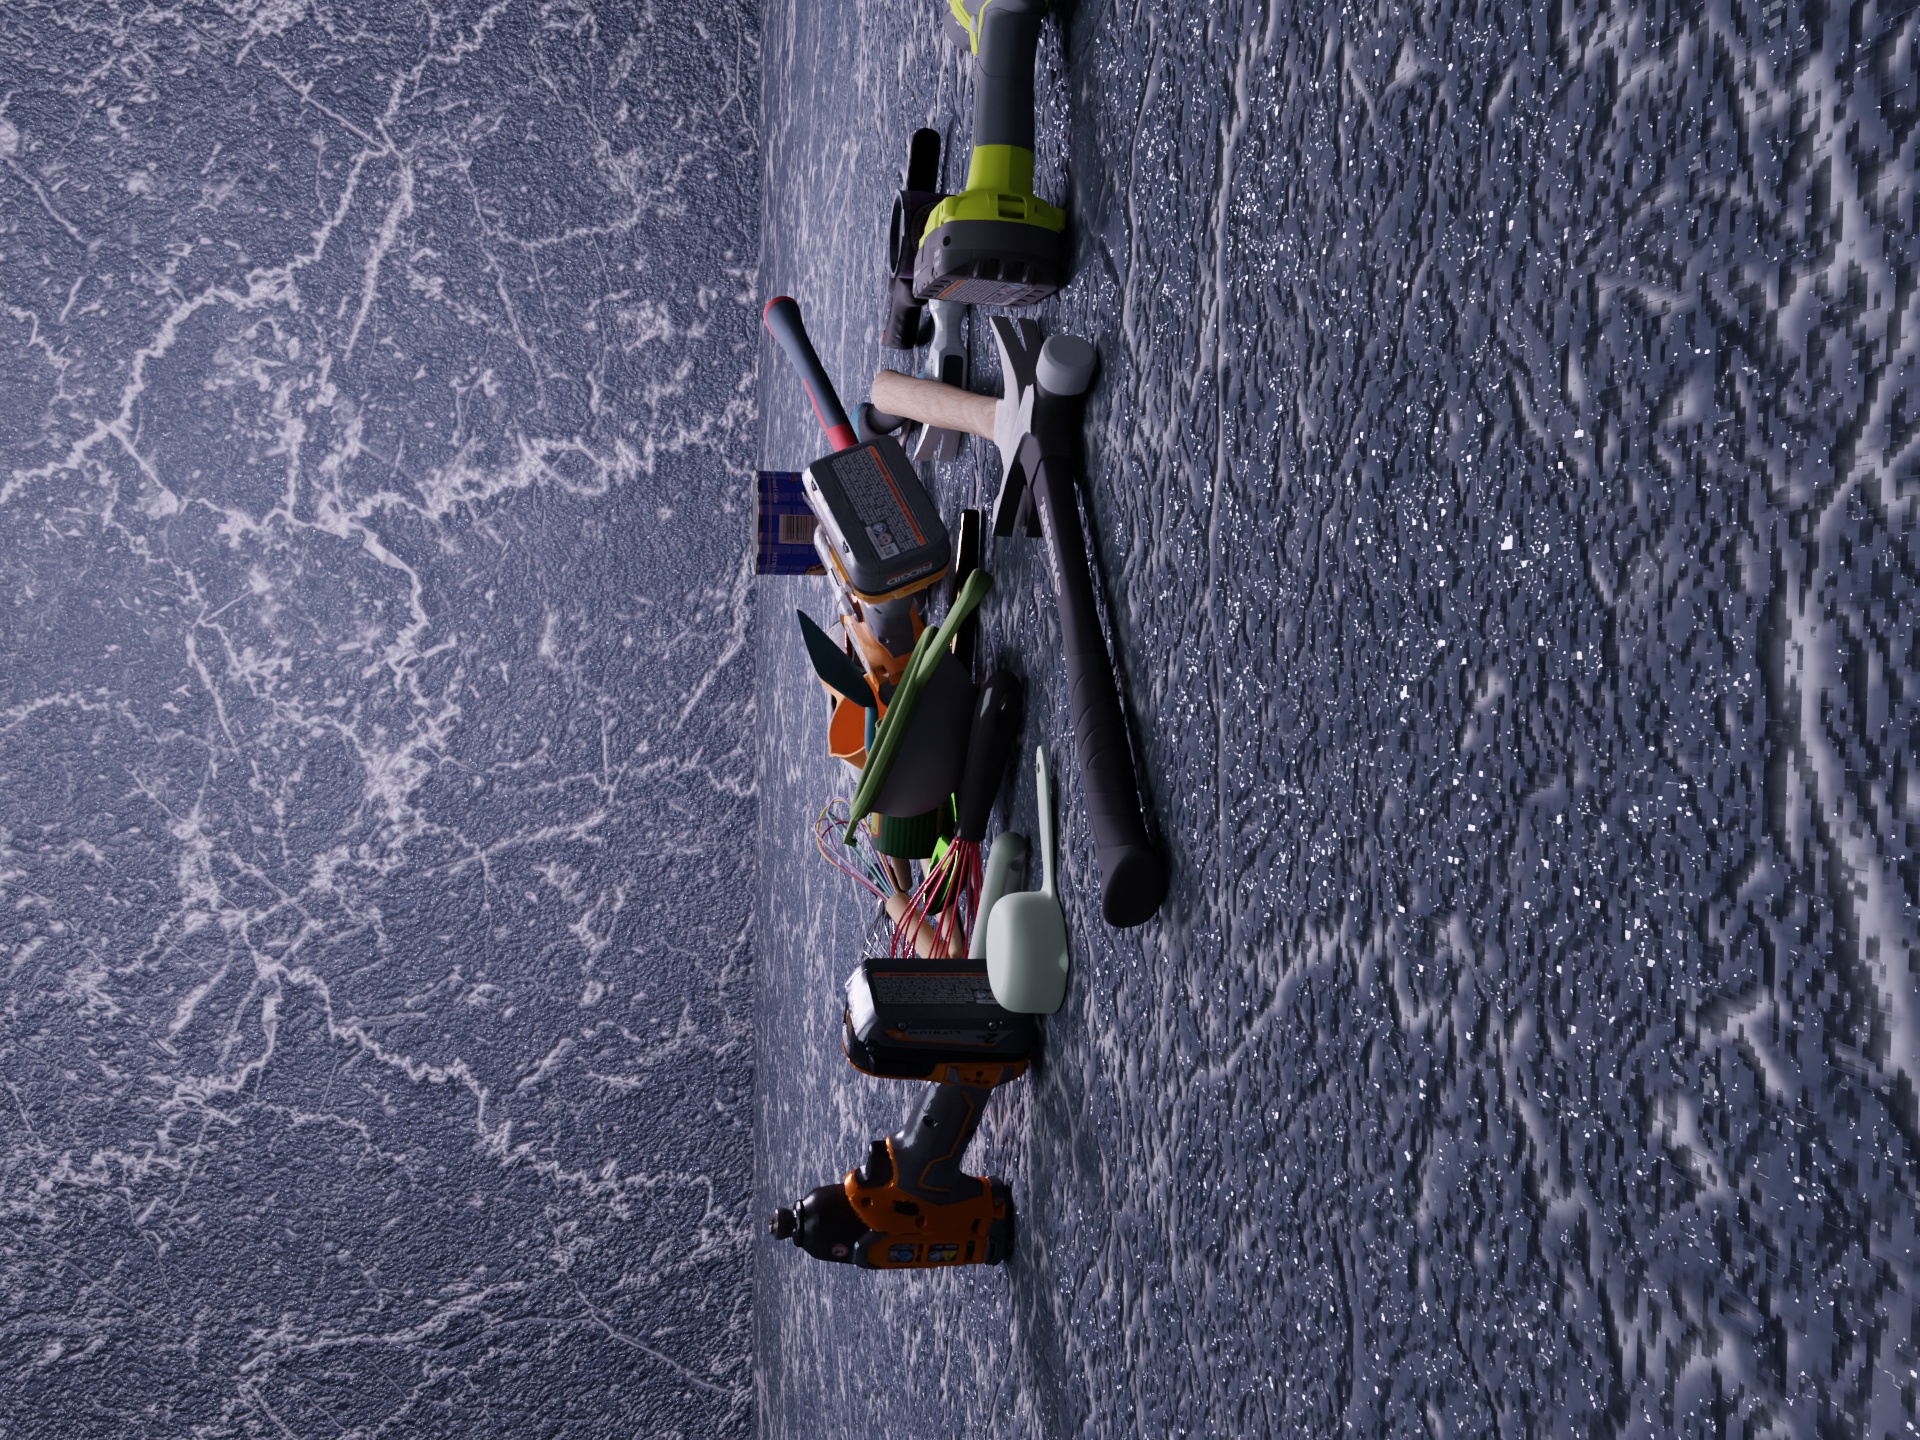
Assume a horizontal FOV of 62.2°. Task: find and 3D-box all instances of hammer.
[{"bbox_3d":[0.066,-0.043,0.877,0.146,0.035,0.335,109,157,-55],"label":"hammer"},{"bbox_3d":[-0.006,-0.227,1.143,0.331,0.031,0.130,-140,54,-65],"label":"hammer"},{"bbox_3d":[-0.112,-0.276,1.453,0.143,0.038,0.387,87,162,-53],"label":"hammer"},{"bbox_3d":[-0.050,-0.278,1.389,0.331,0.033,0.128,-172,82,-74],"label":"hammer"}]

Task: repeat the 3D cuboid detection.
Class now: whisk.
[{"bbox_3d":[0.015,0.181,1.105,0.059,0.058,0.246,33,126,34],"label":"whisk"},{"bbox_3d":[0.002,0.096,1.124,0.073,0.073,0.295,-110,29,-58],"label":"whisk"},{"bbox_3d":[-0.062,0.178,1.442,0.285,0.070,0.070,-117,29,-76],"label":"whisk"},{"bbox_3d":[-0.064,0.144,1.341,0.245,0.047,0.051,47,168,47],"label":"whisk"}]

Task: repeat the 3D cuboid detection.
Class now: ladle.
[{"bbox_3d":[-0.033,0.092,1.364,0.316,0.031,0.069,-108,22,-52],"label":"ladle"}]

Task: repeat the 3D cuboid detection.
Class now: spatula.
[{"bbox_3d":[-0.080,0.041,1.339,0.082,0.044,0.317,-112,8,-46],"label":"spatula"}]

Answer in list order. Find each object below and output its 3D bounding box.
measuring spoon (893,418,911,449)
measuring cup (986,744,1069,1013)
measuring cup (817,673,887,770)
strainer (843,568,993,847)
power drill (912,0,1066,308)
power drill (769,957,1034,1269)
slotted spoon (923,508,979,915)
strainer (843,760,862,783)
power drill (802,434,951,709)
[{"bbox_3d":[-0.058,-0.280,1.498,0.124,0.018,0.034,112,156,-59],"label":"measuring spoon"},{"bbox_3d":[0.038,0.100,0.990,0.083,0.038,0.167,-173,81,-78],"label":"measuring cup"},{"bbox_3d":[-0.085,-0.011,1.437,0.095,0.052,0.174,-53,31,5],"label":"measuring cup"},{"bbox_3d":[-0.005,-0.015,1.106,0.256,0.069,0.152,122,170,-53],"label":"strainer"},{"bbox_3d":[0.019,-0.384,1.006,0.191,0.080,0.228,-152,66,-76],"label":"power drill"},{"bbox_3d":[-0.040,0.273,1.066,0.084,0.164,0.226,-113,28,-63],"label":"power drill"},{"bbox_3d":[-0.002,-0.004,1.217,0.070,0.031,0.313,-145,58,-74],"label":"slotted spoon"},{"bbox_3d":[-0.078,0.059,1.550,0.259,0.050,0.087,-123,50,-63],"label":"strainer"},{"bbox_3d":[-0.071,-0.129,1.252,0.226,0.084,0.185,90,155,-64],"label":"power drill"}]
